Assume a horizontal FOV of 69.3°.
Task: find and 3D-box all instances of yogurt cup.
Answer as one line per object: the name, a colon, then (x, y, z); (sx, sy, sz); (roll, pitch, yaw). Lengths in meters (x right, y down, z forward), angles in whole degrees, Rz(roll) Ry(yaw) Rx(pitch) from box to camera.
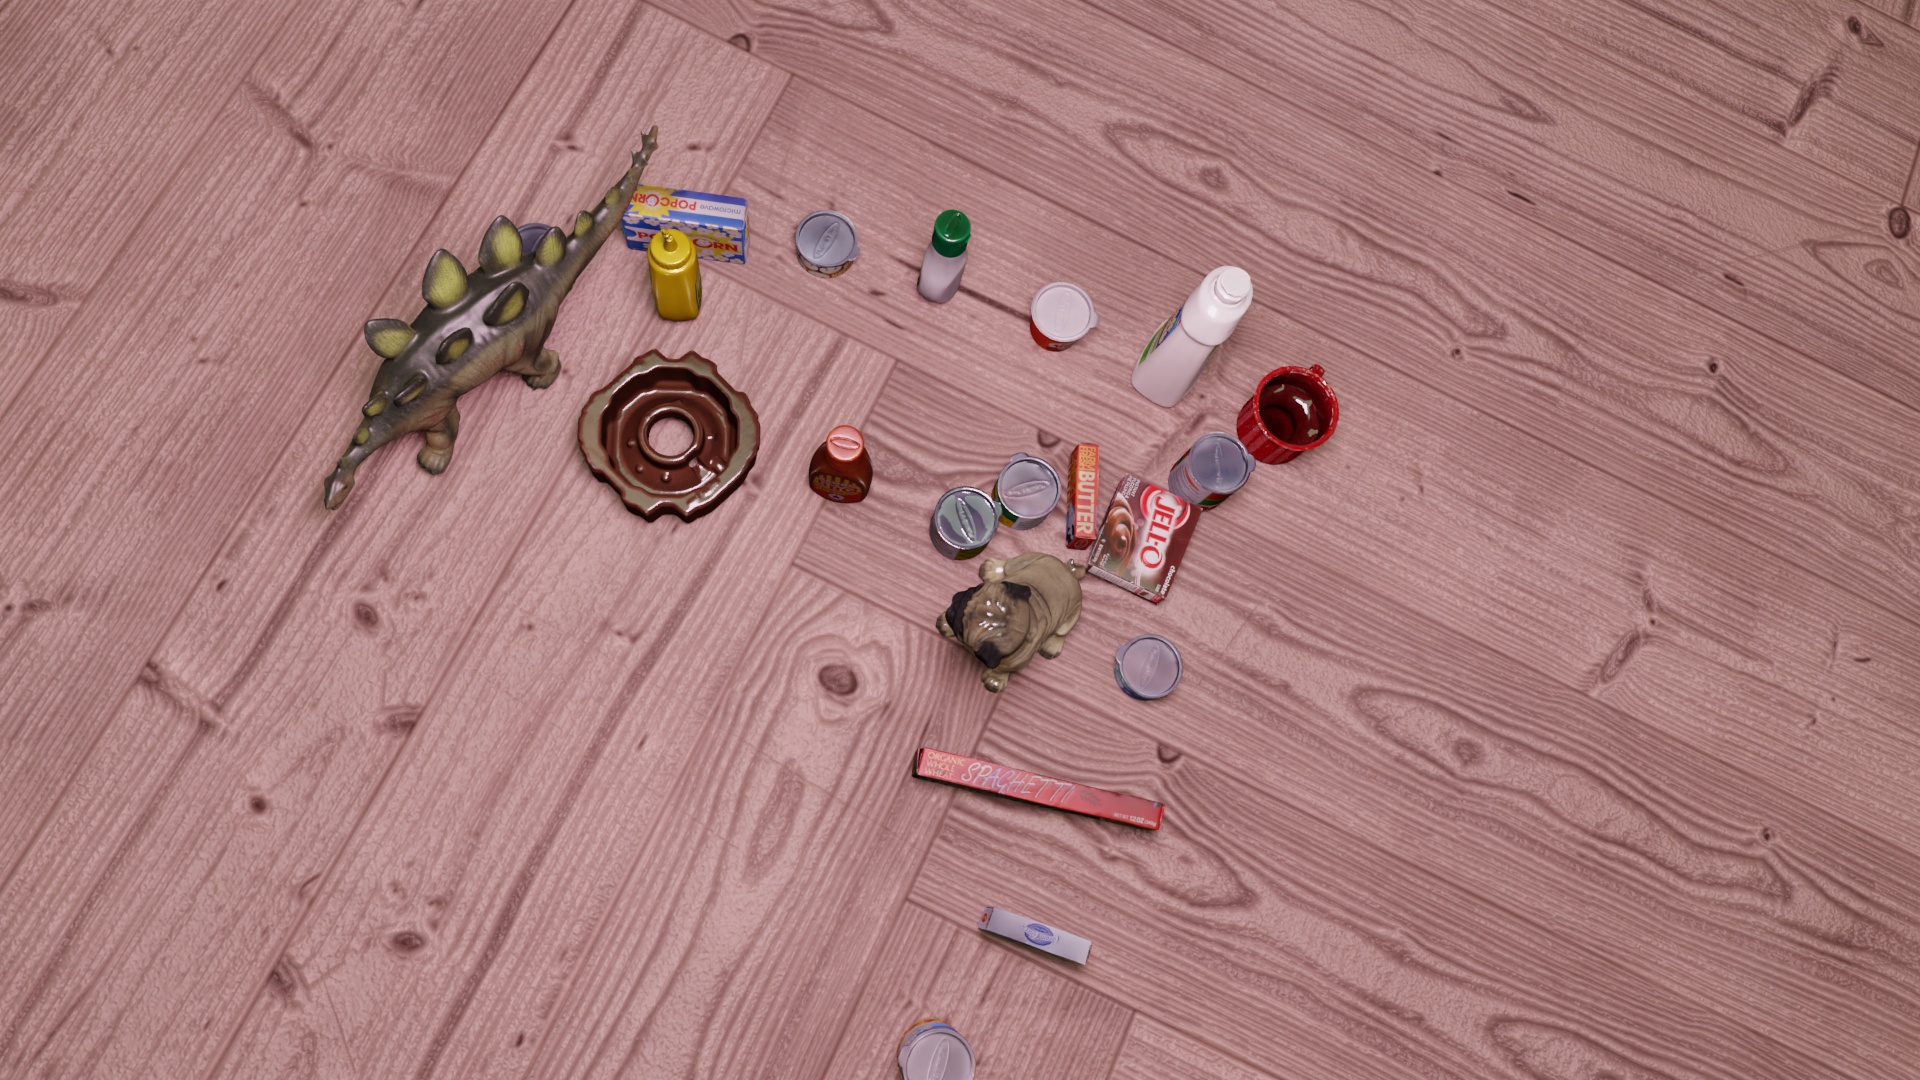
yogurt cup: (0.106, -0.237, 1.492); (0.072, 0.054, 0.072); (2, 77, -7)

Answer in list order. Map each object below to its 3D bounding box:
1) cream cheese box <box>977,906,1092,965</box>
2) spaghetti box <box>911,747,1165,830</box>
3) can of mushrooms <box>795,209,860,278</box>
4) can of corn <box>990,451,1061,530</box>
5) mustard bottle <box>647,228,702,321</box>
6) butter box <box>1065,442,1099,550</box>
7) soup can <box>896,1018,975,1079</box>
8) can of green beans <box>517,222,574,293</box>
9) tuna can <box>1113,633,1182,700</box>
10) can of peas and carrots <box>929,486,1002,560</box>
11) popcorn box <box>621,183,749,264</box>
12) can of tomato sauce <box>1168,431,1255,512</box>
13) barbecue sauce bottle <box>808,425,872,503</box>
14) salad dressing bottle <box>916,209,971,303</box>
cream cheese box: (0.071, 0.380, 1.339); (0.104, 0.053, 0.024); (20, 75, -2)
spaghetti box: (0.075, 0.246, 1.373); (0.250, 0.050, 0.029); (14, 76, -4)
can of mushrooms: (-0.142, -0.316, 1.489); (0.071, 0.033, 0.071); (2, 77, -7)
can of corn: (0.066, -0.050, 1.439); (0.071, 0.058, 0.071); (2, 77, -7)
mustard bottle: (-0.287, -0.273, 1.395); (0.049, 0.160, 0.065); (-1, 77, -7)
butter box: (0.127, -0.046, 1.449); (0.024, 0.053, 0.103); (5, 76, -6)
soup can: (-0.026, 0.480, 1.287); (0.071, 0.083, 0.071); (2, 77, -7)
can of green beans: (-0.433, -0.285, 1.432); (0.071, 0.057, 0.071); (2, 77, -7)
tuna can: (0.190, 0.130, 1.425); (0.071, 0.032, 0.071); (2, 76, -7)
can of peas and carrots: (0.005, -0.018, 1.423); (0.071, 0.058, 0.071); (2, 77, -7)
popcorn box: (-0.285, -0.329, 1.447); (0.127, 0.085, 0.038); (7, 76, -6)
can of tomato sauce: (0.262, -0.071, 1.457); (0.071, 0.083, 0.071); (2, 77, -7)
barbecue sauce bottle: (-0.117, -0.076, 1.375); (0.065, 0.148, 0.044); (13, 76, -4)
salad dressing bottle: (-0.015, -0.295, 1.442); (0.044, 0.147, 0.064); (30, 75, 0)
